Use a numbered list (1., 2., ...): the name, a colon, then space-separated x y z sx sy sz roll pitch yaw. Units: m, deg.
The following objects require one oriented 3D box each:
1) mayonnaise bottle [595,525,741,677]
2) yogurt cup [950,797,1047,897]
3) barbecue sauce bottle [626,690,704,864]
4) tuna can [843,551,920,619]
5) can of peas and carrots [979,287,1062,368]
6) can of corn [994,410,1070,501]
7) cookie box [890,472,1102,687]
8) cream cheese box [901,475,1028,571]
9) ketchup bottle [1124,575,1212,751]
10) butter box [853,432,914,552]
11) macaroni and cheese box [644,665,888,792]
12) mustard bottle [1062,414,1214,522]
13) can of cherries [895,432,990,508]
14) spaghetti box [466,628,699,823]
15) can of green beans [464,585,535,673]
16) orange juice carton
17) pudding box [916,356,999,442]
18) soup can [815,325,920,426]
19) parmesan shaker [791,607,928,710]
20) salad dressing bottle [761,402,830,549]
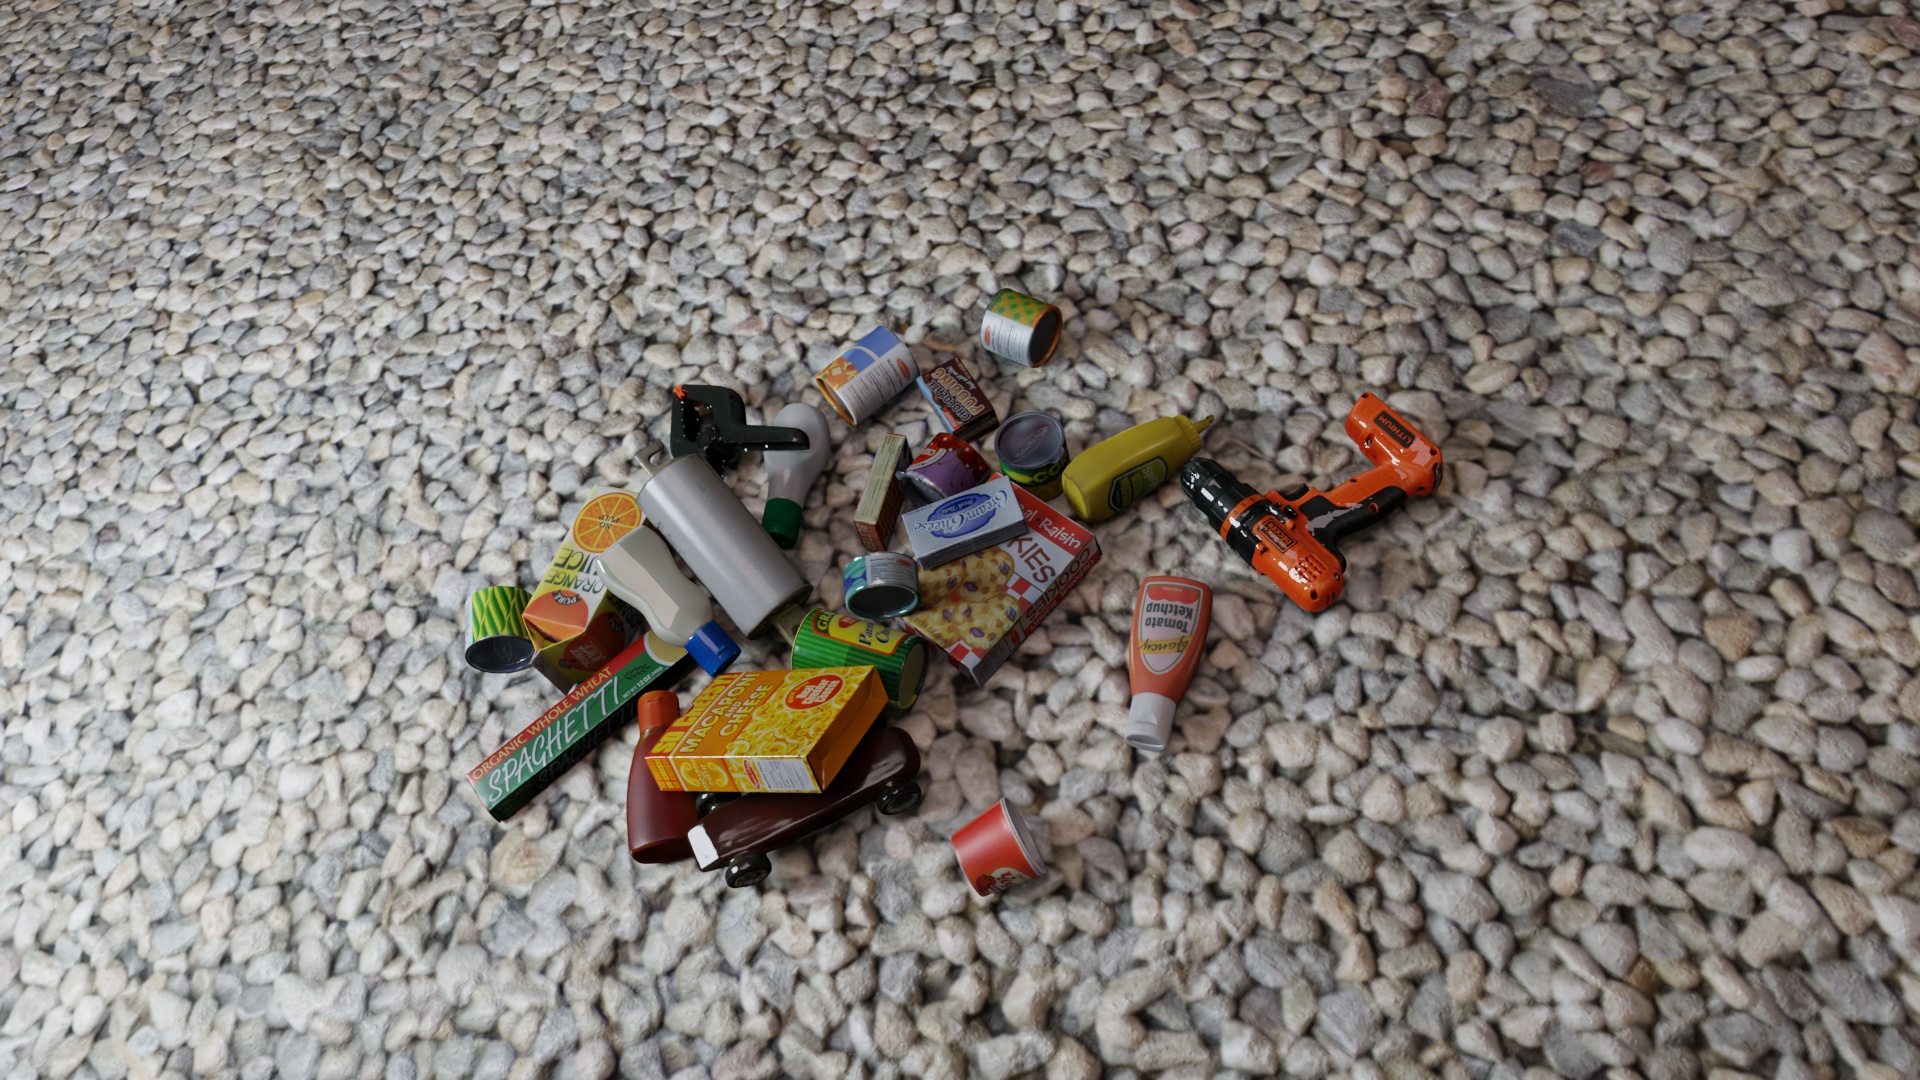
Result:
1. mayonnaise bottle: -0.259 0.058 1.248 0.065 0.041 0.148 -40 82 -25
2. yogurt cup: 0.028 0.245 1.097 0.054 0.072 0.072 -29 56 4
3. barbecue sauce bottle: -0.258 0.202 1.203 0.065 0.043 0.149 -11 55 -2
4. tuna can: -0.069 0.041 1.206 0.071 0.070 0.033 -11 58 6
5. can of peas and carrots: 0.062 -0.213 1.385 0.059 0.070 0.071 26 67 26
6. can of corn: 0.071 -0.076 1.298 0.071 0.058 0.071 -6 56 9
7. cookie box: 0.026 0.032 1.250 0.123 0.040 0.168 35 72 30
8. cream cheese box: 0.004 -0.016 1.245 0.104 0.024 0.053 -21 56 1
9. ketchup bottle: 0.170 0.103 1.167 0.065 0.043 0.149 7 60 17
10. butter box: -0.072 -0.045 1.315 0.024 0.053 0.104 9 61 15
11. macaroni and cheese box: -0.161 0.156 1.158 0.166 0.040 0.124 -5 28 29
12. mustard bottle: 0.170 -0.077 1.273 0.160 0.065 0.049 -30 52 -11
13. can of cherries: -0.016 -0.061 1.301 0.071 0.071 0.058 28 68 27
14. spaghetti box: -0.332 0.155 1.260 0.251 0.028 0.050 -39 57 -13
15. can of green beans: -0.432 0.084 1.308 0.071 0.071 0.058 -16 55 3
16. orange juice carton: -0.343 0.048 1.306 0.073 0.071 0.193 11 60 20
17. pudding box: -0.003 -0.137 1.372 0.050 0.030 0.084 -29 56 -5
18. soup can: -0.094 -0.165 1.391 0.084 0.071 0.071 -40 58 -12
19. parmesan shaker: -0.086 0.103 1.215 0.103 0.071 0.071 14 62 19
20. salad dressing bottle: -0.166 -0.063 1.355 0.064 0.043 0.148 -1 59 15
